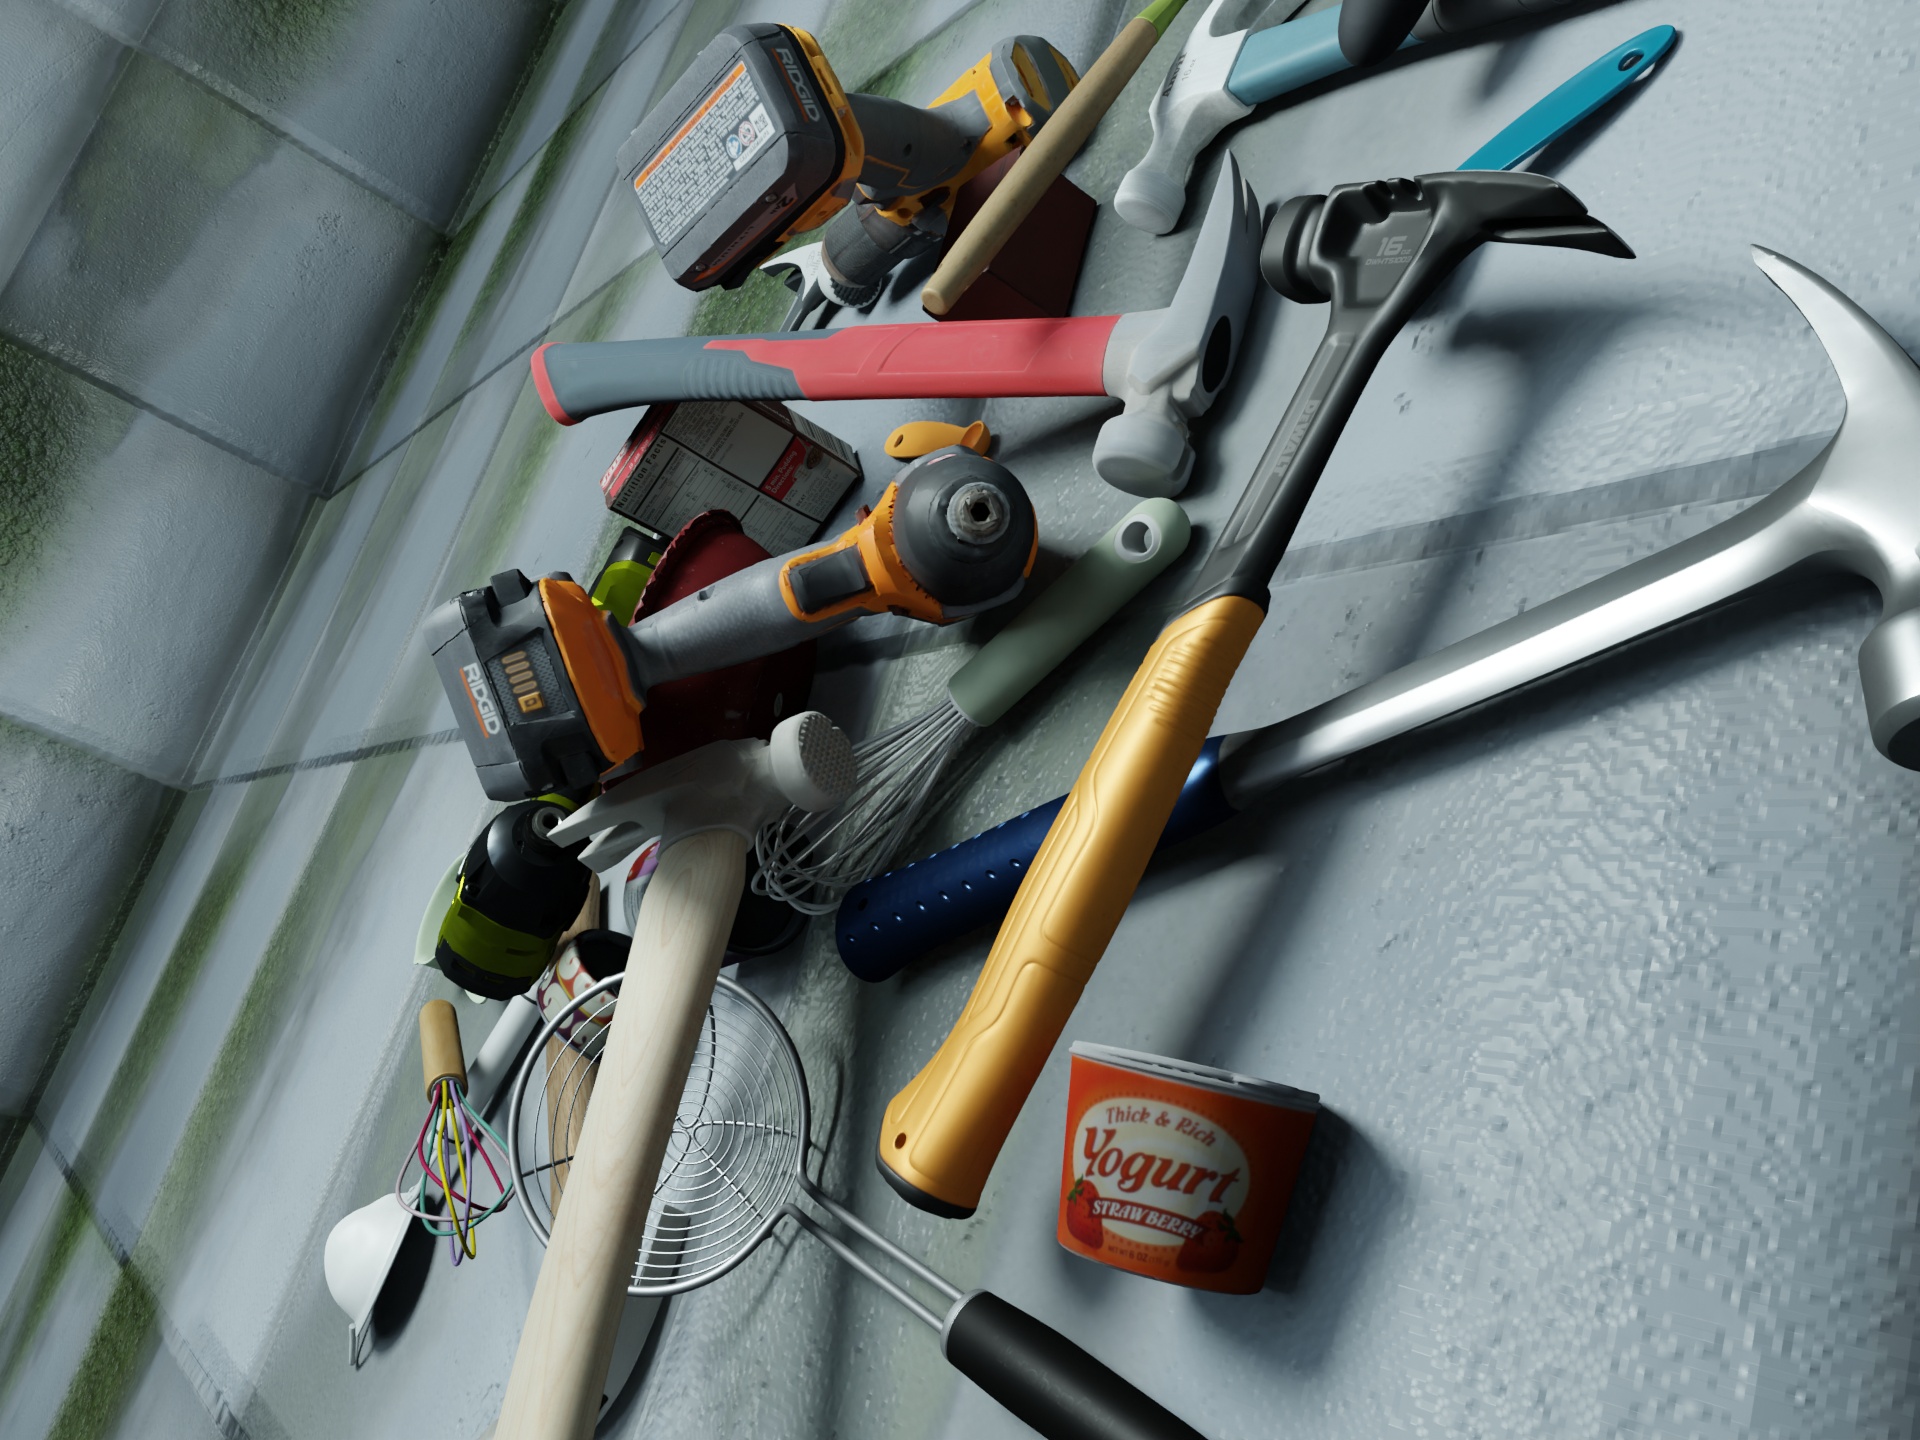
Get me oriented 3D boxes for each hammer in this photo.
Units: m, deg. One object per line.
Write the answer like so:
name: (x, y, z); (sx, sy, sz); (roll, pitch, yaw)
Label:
hammer: (0.181, -0.263, 0.579); (0.331, 0.033, 0.128); (12, 77, 59)
hammer: (-0.052, -0.175, 0.725); (0.386, 0.038, 0.143); (8, 71, 36)
hammer: (-0.128, 0.177, 0.528); (0.146, 0.038, 0.411); (-21, 42, 30)
hammer: (-0.187, 0.187, 0.774); (0.130, 0.031, 0.332); (-49, 32, 21)
hammer: (0.068, -0.006, 0.466); (0.337, 0.034, 0.127); (-63, 29, 0)
hammer: (0.093, 0.007, 0.486); (0.405, 0.035, 0.144); (-29, 44, 44)
hammer: (-0.185, -0.130, 1.035); (0.409, 0.036, 0.149); (-58, 29, 6)

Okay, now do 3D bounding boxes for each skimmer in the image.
skimmer: (-0.051, 0.168, 0.519); (0.363, 0.090, 0.127); (6, 68, 58)

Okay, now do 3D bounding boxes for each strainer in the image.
strainer: (-0.295, 0.241, 0.894); (0.258, 0.050, 0.087); (-59, 15, -1)

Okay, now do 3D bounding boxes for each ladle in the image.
ladle: (0.059, -0.293, 0.693); (0.320, 0.062, 0.078); (-57, 12, -25)

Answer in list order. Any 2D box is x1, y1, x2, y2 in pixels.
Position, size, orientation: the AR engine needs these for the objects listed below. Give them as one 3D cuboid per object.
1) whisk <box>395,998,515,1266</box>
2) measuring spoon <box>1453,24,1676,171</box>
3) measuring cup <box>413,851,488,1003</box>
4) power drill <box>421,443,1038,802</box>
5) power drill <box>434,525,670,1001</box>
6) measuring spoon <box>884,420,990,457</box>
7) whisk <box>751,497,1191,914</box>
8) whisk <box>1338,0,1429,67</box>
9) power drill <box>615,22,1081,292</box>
whisk: (-0.261, 0.196, 0.812); (0.051, 0.047, 0.245); (-45, 25, -5)
measuring spoon: (0.182, -0.180, 0.531); (0.128, 0.021, 0.042); (-35, 37, 24)
measuring cup: (-0.293, 0.138, 0.977); (0.083, 0.038, 0.168); (-60, 32, 2)
power drill: (-0.078, -0.043, 0.606); (0.226, 0.084, 0.164); (-21, 3, -7)
power drill: (-0.188, 0.018, 0.810); (0.171, 0.080, 0.223); (-49, 18, 54)
measuring spoon: (-0.012, -0.139, 0.801); (0.021, 0.011, 0.117); (-63, 26, -4)
whisk: (-0.001, -0.002, 0.637); (0.246, 0.059, 0.058); (-42, 71, 24)
whisk: (0.196, -0.361, 0.547); (0.070, 0.070, 0.284); (34, 102, 60)
power drill: (-0.063, -0.275, 0.814); (0.185, 0.226, 0.084); (-27, 88, 44)
